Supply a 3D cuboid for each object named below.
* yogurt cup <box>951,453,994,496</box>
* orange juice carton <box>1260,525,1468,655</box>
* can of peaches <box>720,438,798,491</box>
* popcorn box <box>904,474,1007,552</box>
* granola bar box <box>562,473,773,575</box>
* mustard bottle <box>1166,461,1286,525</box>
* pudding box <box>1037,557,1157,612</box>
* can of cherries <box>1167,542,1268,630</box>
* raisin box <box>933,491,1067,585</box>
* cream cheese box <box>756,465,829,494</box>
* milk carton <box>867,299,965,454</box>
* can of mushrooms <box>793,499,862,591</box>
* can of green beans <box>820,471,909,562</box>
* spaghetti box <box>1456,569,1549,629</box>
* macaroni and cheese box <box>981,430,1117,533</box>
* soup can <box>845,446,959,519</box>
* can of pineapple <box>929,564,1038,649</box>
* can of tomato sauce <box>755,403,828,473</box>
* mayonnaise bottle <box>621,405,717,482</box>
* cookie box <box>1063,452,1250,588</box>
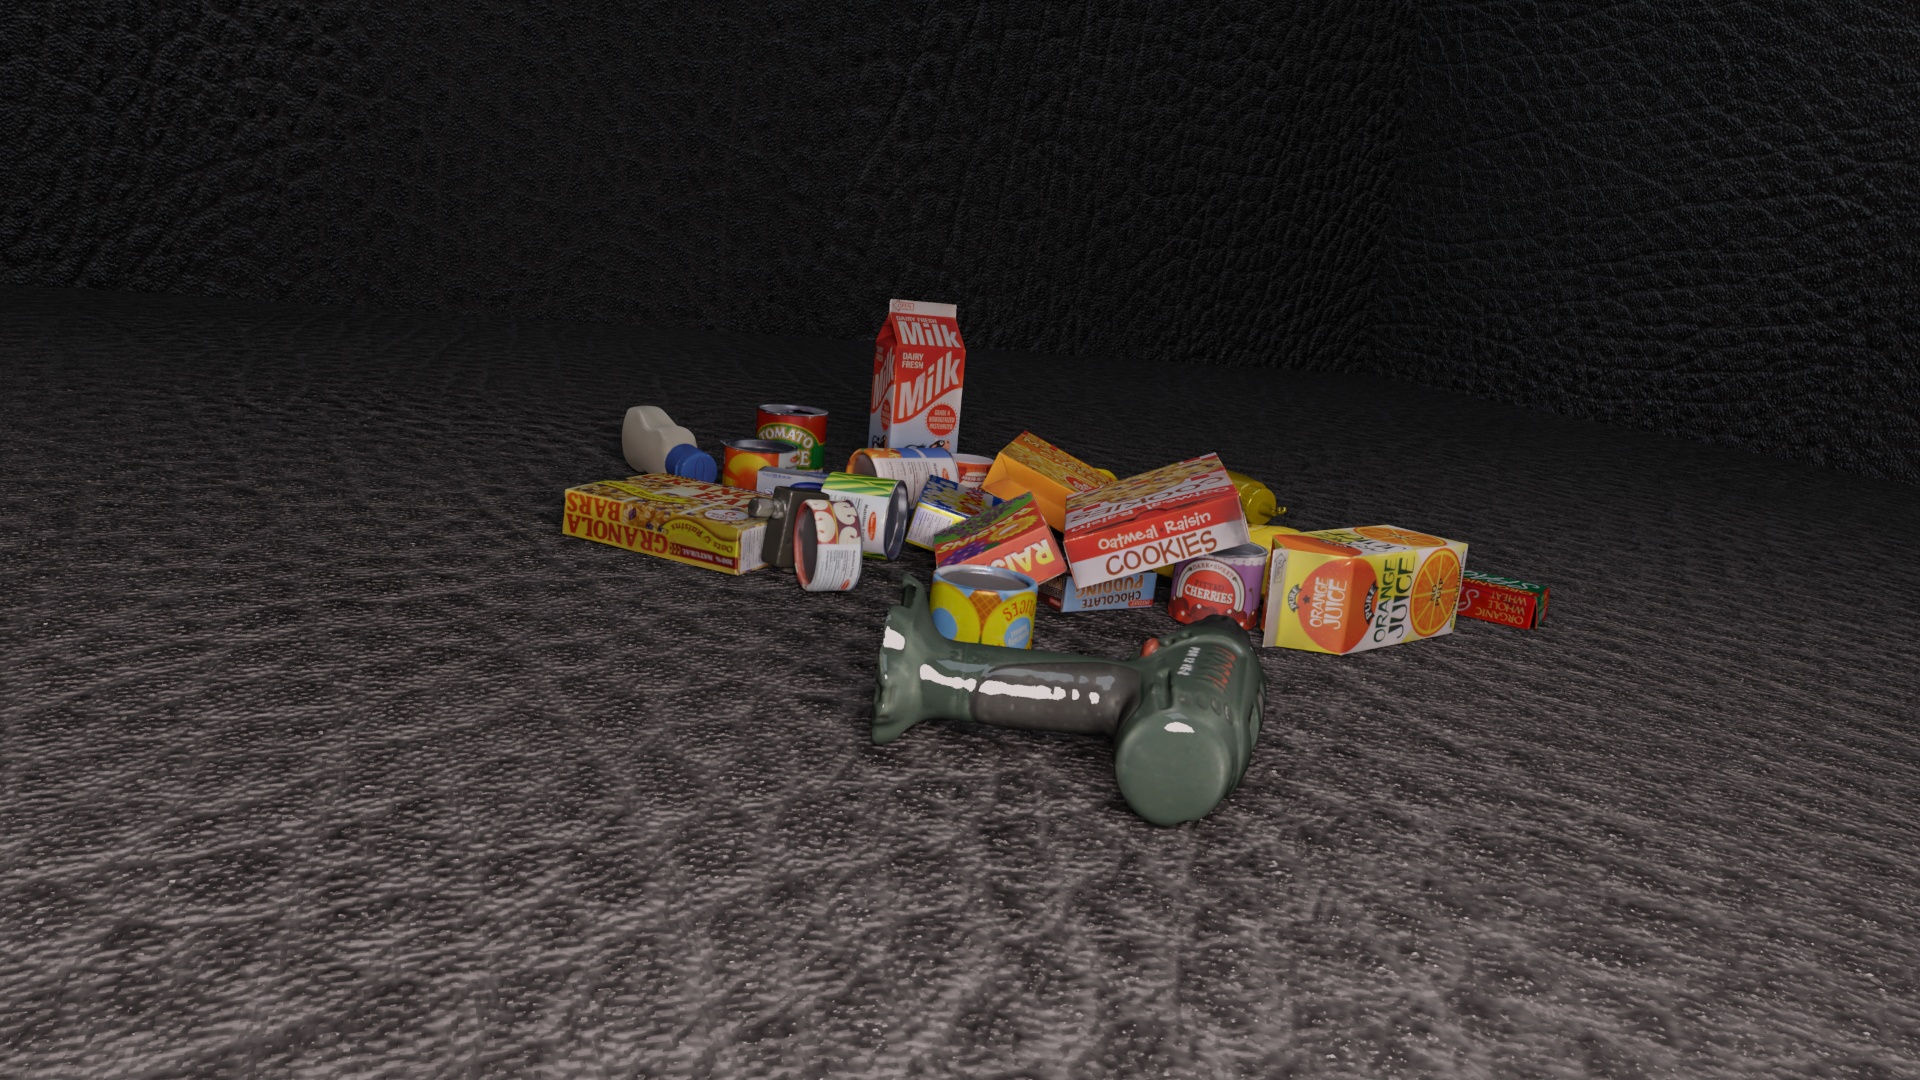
[{"bbox_3d":[0.004,-0.052,1.313,0.072,0.053,0.072,6,12,-1],"label":"yogurt cup"},{"bbox_3d":[0.284,0.035,1.015,0.193,0.071,0.073,-4,15,-40],"label":"orange juice carton"},{"bbox_3d":[-0.183,-0.058,1.246,0.071,0.058,0.071,5,13,-1],"label":"can of peaches"},{"bbox_3d":[0.004,-0.014,1.141,0.085,0.038,0.127,19,12,-1],"label":"popcorn box"},{"bbox_3d":[-0.207,-0.017,1.093,0.165,0.039,0.124,12,13,24],"label":"granola bar box"},{"bbox_3d":[0.274,-0.045,1.420,0.065,0.048,0.160,-2,15,-30],"label":"mustard bottle"},{"bbox_3d":[0.098,0.032,1.037,0.084,0.030,0.050,-1,15,-29],"label":"pudding box"},{"bbox_3d":[0.187,0.031,1.018,0.071,0.058,0.071,7,12,-1],"label":"can of cherries"},{"bbox_3d":[0.026,0.009,1.012,0.086,0.040,0.123,-23,12,3],"label":"raisin box"},{"bbox_3d":[-0.118,-0.029,1.155,0.104,0.053,0.024,7,14,6],"label":"cream cheese box"},{"bbox_3d":[-0.044,-0.141,1.378,0.072,0.190,0.073,1,12,-22],"label":"milk carton"},{"bbox_3d":[-0.096,0.002,0.992,0.033,0.071,0.071,-1,14,-22],"label":"can of mushrooms"},{"bbox_3d":[-0.078,-0.019,1.101,0.058,0.071,0.071,8,12,12],"label":"can of green beans"},{"bbox_3d":[0.361,0.030,1.169,0.250,0.028,0.050,13,15,31],"label":"spaghetti box"},{"bbox_3d":[0.092,-0.047,1.282,0.124,0.040,0.167,29,14,4],"label":"macaroni and cheese box"},{"bbox_3d":[-0.055,-0.051,1.260,0.084,0.071,0.071,-3,15,-33],"label":"soup can"},{"bbox_3d":[0.014,0.050,0.848,0.071,0.057,0.071,6,12,-1],"label":"can of pineapple"},{"bbox_3d":[-0.161,-0.083,1.308,0.071,0.083,0.071,6,12,-1],"label":"can of tomato sauce"},{"bbox_3d":[-0.276,-0.083,1.315,0.041,0.064,0.148,-5,20,-34],"label":"mayonnaise bottle"},{"bbox_3d":[0.139,-0.018,1.014,0.123,0.040,0.168,-16,11,8],"label":"cookie box"}]
